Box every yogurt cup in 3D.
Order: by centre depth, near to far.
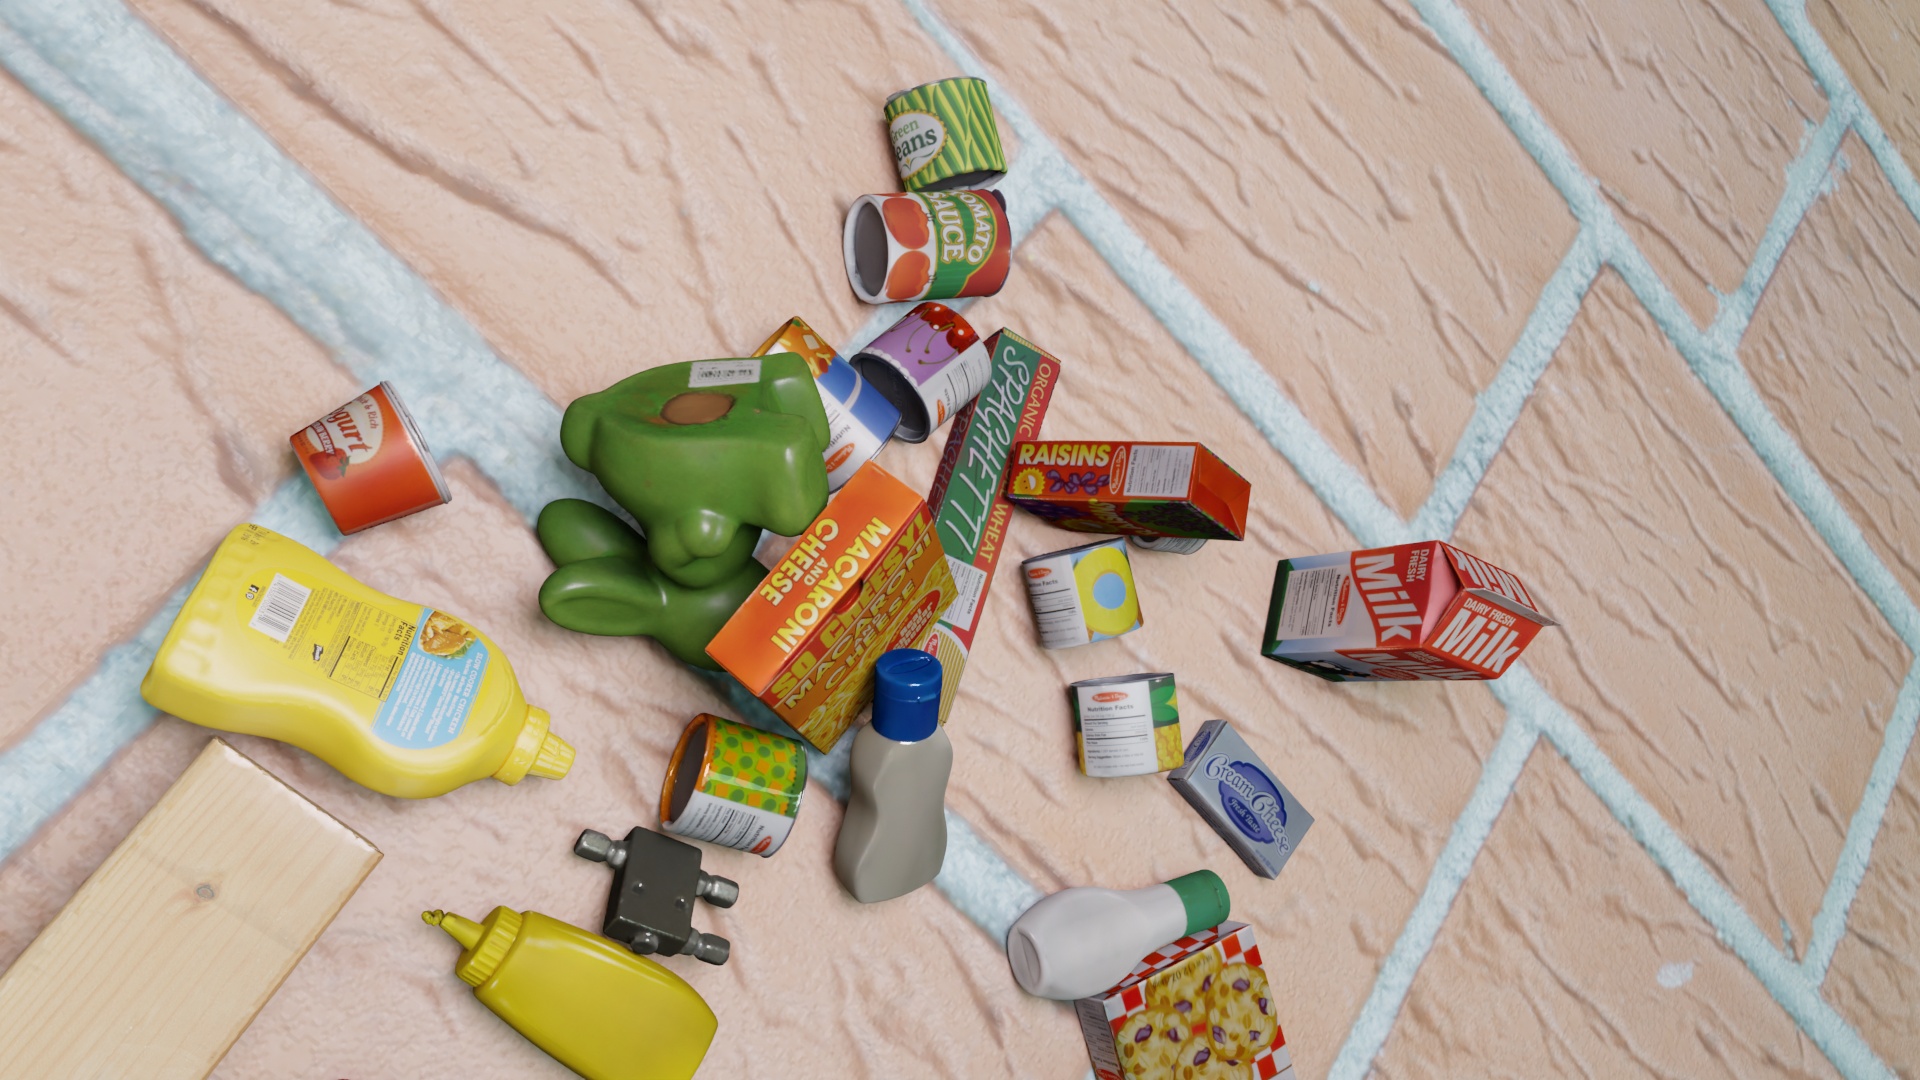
[{"bbox_3d":[-0.291,-0.038,0.684,0.054,0.072,0.072,-29,98,-20],"label":"yogurt cup"}]

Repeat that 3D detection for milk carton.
[{"bbox_3d":[0.292,0.049,0.912,0.072,0.190,0.073,21,75,-24],"label":"milk carton"}]

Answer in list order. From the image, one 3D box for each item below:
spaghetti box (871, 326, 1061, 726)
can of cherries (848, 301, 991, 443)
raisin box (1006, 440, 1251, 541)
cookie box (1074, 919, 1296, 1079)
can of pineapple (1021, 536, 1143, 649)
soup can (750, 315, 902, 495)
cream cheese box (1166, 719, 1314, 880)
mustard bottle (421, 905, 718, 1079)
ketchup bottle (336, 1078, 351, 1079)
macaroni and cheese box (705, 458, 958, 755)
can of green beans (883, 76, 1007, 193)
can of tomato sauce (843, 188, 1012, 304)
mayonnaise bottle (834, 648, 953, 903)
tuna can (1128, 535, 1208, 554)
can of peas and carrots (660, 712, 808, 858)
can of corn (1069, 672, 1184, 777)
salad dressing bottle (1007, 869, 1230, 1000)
[{"bbox_3d":[0.003,-0.011,0.857,0.050,0.028,0.251,26,72,-23],"label":"spaghetti box"},{"bbox_3d":[-0.026,-0.103,0.834,0.058,0.071,0.071,-43,104,-26],"label":"can of cherries"},{"bbox_3d":[0.102,-0.030,0.844,0.086,0.123,0.040,26,72,-55],"label":"raisin box"},{"bbox_3d":[0.151,0.345,0.883,0.123,0.040,0.167,-16,90,-29],"label":"cookie box"},{"bbox_3d":[0.078,0.032,0.870,0.071,0.071,0.058,-14,91,-29],"label":"can of pineapple"},{"bbox_3d":[-0.086,-0.078,0.799,0.083,0.071,0.071,43,66,-16],"label":"soup can"},{"bbox_3d":[0.189,0.174,0.934,0.103,0.024,0.053,48,64,-15],"label":"cream cheese box"},{"bbox_3d":[-0.202,0.225,0.704,0.160,0.048,0.065,39,68,-18],"label":"mustard bottle"},{"bbox_3d":[-0.252,0.320,0.667,0.148,0.043,0.065,38,67,-19],"label":"ketchup bottle"},{"bbox_3d":[-0.059,0.041,0.729,0.040,0.166,0.124,37,79,15],"label":"macaroni and cheese box"},{"bbox_3d":[-0.009,-0.247,0.861,0.071,0.071,0.058,-14,91,-29],"label":"can of green beans"},{"bbox_3d":[-0.020,-0.180,0.844,0.083,0.071,0.071,-10,88,-28],"label":"can of tomato sauce"},{"bbox_3d":[-0.034,0.130,0.770,0.065,0.041,0.147,-13,124,-33],"label":"mayonnaise bottle"},{"bbox_3d":[0.137,-0.027,0.910,0.033,0.071,0.071,7,80,-27],"label":"tuna can"},{"bbox_3d":[-0.123,0.130,0.751,0.059,0.071,0.071,21,74,-24],"label":"can of peas and carrots"},{"bbox_3d":[0.106,0.115,0.876,0.071,0.071,0.058,-4,86,-29],"label":"can of corn"},{"bbox_3d":[0.102,0.242,0.868,0.148,0.044,0.064,-8,77,-30],"label":"salad dressing bottle"}]
